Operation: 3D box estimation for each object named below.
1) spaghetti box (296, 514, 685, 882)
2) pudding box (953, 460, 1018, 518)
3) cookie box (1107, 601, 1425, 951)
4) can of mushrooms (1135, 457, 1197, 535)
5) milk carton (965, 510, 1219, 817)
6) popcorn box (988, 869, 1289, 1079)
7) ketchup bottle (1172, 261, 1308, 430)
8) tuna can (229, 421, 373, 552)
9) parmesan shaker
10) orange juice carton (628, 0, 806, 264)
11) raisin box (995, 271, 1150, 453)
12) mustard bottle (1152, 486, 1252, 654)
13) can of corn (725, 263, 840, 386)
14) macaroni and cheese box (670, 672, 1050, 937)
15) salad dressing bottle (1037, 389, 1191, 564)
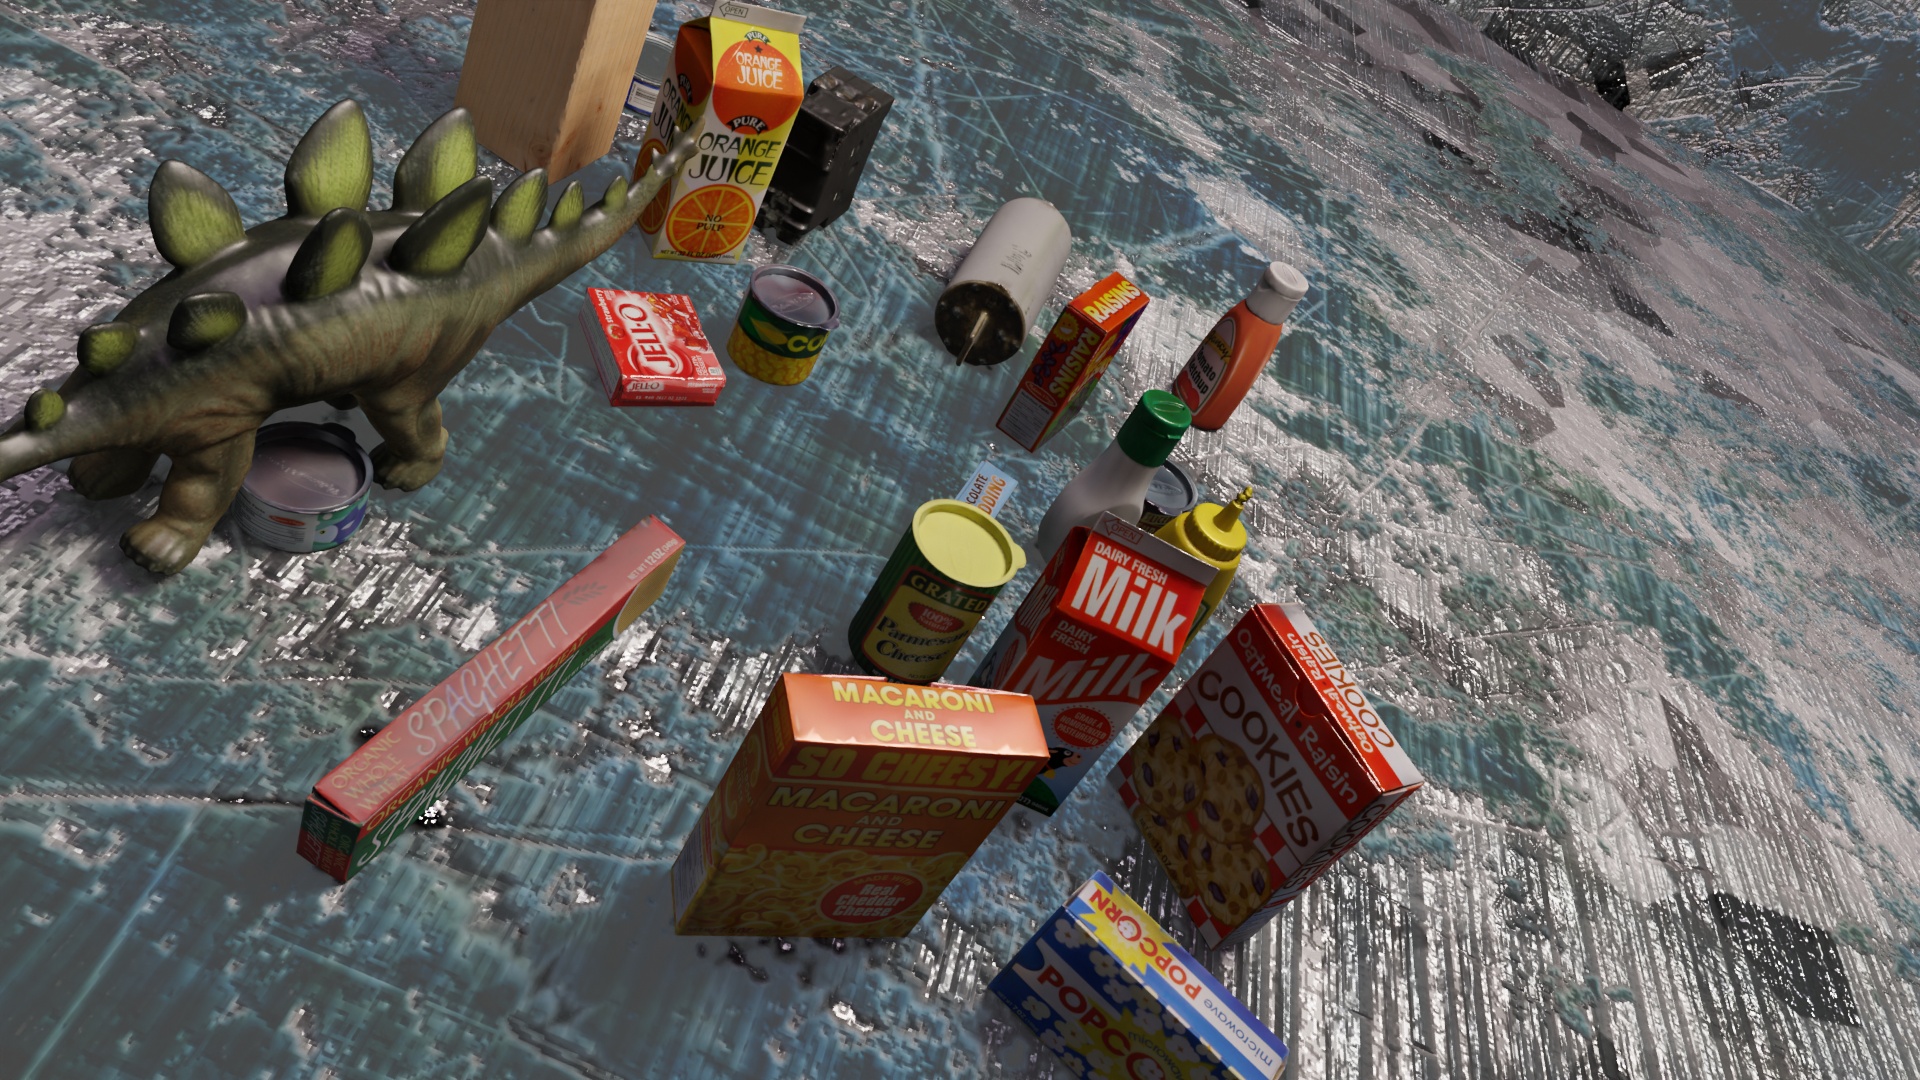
[{"bbox_3d":[-0.222,0.068,0.689,0.029,0.050,0.251,35,39,4],"label":"spaghetti box"},{"bbox_3d":[0.003,-0.012,0.923,0.030,0.049,0.084,33,39,1],"label":"pudding box"},{"bbox_3d":[0.164,0.133,0.782,0.040,0.166,0.123,-4,51,-37],"label":"cookie box"},{"bbox_3d":[0.143,-0.034,1.052,0.071,0.033,0.071,18,41,-16],"label":"can of mushrooms"},{"bbox_3d":[0.065,0.063,0.773,0.072,0.189,0.074,26,39,-8],"label":"milk carton"},{"bbox_3d":[0.086,0.236,0.687,0.127,0.084,0.038,42,40,13],"label":"popcorn box"},{"bbox_3d":[0.234,-0.164,1.158,0.043,0.148,0.065,9,44,-27],"label":"ketchup bottle"},{"bbox_3d":[-0.344,-0.030,0.727,0.071,0.032,0.071,18,41,-16],"label":"tuna can"},{"bbox_3d":[-0.015,0.035,0.819,0.071,0.102,0.072,18,41,-16],"label":"parmesan shaker"},{"bbox_3d":[-0.173,-0.297,0.996,0.072,0.191,0.073,-3,50,-36],"label":"orange juice carton"},{"bbox_3d":[0.085,-0.135,1.049,0.040,0.122,0.086,39,39,9],"label":"raisin box"},{"bbox_3d":[0.139,0.023,0.889,0.065,0.159,0.049,17,41,-18],"label":"mustard bottle"},{"bbox_3d":[-0.124,-0.150,0.979,0.071,0.058,0.071,18,41,-16],"label":"can of corn"},{"bbox_3d":[-0.052,0.128,0.646,0.124,0.165,0.040,9,44,-27],"label":"macaroni and cheese box"},{"bbox_3d":[0.104,-0.037,0.939,0.064,0.146,0.044,1,48,-33],"label":"salad dressing bottle"}]
